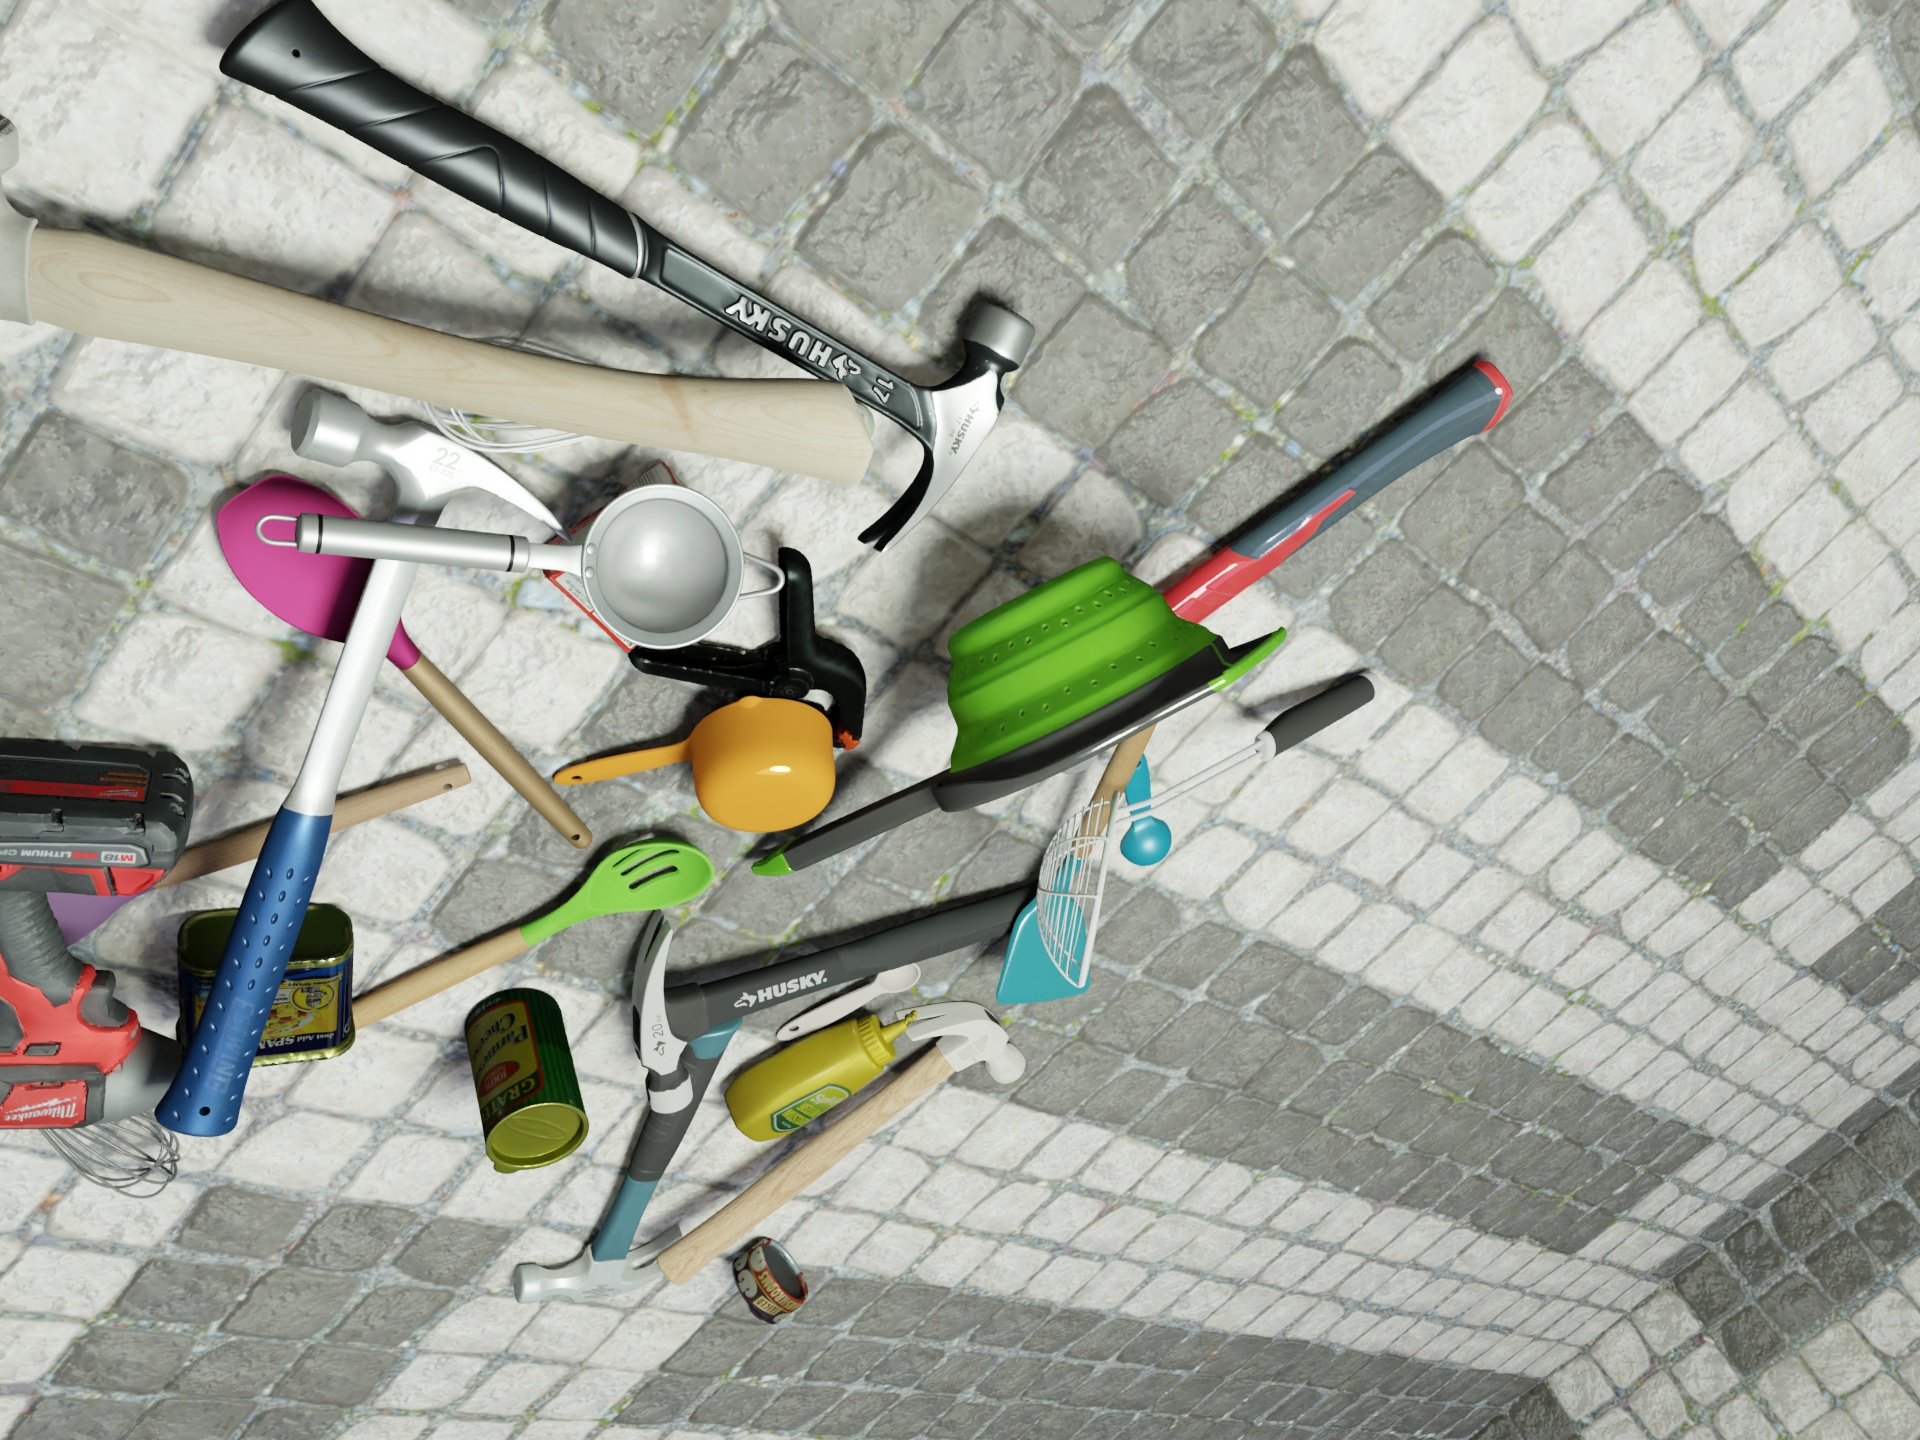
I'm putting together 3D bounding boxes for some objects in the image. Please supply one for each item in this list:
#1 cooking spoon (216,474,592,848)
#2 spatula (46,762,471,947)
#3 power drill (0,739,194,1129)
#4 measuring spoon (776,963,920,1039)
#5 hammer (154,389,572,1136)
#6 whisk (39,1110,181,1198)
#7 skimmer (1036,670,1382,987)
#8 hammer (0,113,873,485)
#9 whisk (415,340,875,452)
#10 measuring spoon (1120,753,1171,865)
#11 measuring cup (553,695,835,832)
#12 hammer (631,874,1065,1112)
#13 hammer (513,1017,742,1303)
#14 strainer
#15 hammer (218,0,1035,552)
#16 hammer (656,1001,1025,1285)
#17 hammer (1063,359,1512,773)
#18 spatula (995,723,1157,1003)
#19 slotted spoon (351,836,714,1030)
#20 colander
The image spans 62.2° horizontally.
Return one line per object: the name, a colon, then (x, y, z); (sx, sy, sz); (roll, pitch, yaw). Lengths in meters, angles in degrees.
cooking spoon: (-0.295, -0.018, 0.895); (0.069, 0.017, 0.318); (-33, 135, -2)
spatula: (-0.436, 0.083, 0.912); (0.316, 0.018, 0.059); (-20, 137, -9)
power drill: (-0.477, 0.126, 0.855); (0.143, 0.079, 0.219); (6, 116, -24)
measuring spoon: (-0.088, 0.210, 1.214); (0.124, 0.018, 0.034); (-28, 132, 8)
hammer: (-0.335, 0.038, 0.839); (0.144, 0.035, 0.405); (15, 104, -38)
whisk: (-0.565, 0.224, 0.952); (0.055, 0.055, 0.238); (-35, 131, 5)
skimmer: (0.188, 0.058, 1.092); (0.363, 0.090, 0.127); (-26, 139, -30)
hammer: (-0.243, -0.154, 0.727); (0.410, 0.038, 0.146); (9, 124, -18)
whisk: (-0.156, -0.161, 0.827); (0.246, 0.058, 0.059); (-1, 163, -30)
measuring spoon: (0.139, 0.069, 1.195); (0.042, 0.021, 0.128); (-23, 137, -8)
measuring cup: (-0.161, 0.039, 0.971); (0.173, 0.052, 0.095); (-11, 148, -3)
hammer: (-0.074, 0.168, 1.149); (0.334, 0.035, 0.146); (-14, 116, -22)
hammer: (-0.242, 0.342, 1.234); (0.128, 0.033, 0.331); (7, 125, -31)
strainer: (-0.218, -0.085, 0.807); (0.258, 0.050, 0.087); (4, 96, -29)
hammer: (-0.145, -0.215, 0.767); (0.408, 0.036, 0.149); (23, 96, -36)
hammer: (-0.104, 0.341, 1.281); (0.331, 0.031, 0.129); (-37, 134, -4)
hammer: (0.187, -0.118, 1.044); (0.386, 0.038, 0.143); (-37, 134, 7)
spatula: (0.099, 0.083, 1.126); (0.082, 0.044, 0.317); (-2, 134, -26)
slotted spoon: (-0.308, 0.150, 1.034); (0.314, 0.031, 0.070); (-26, 138, -2)
colander: (-0.002, -0.003, 0.970); (0.397, 0.094, 0.204); (-26, -177, 34)
